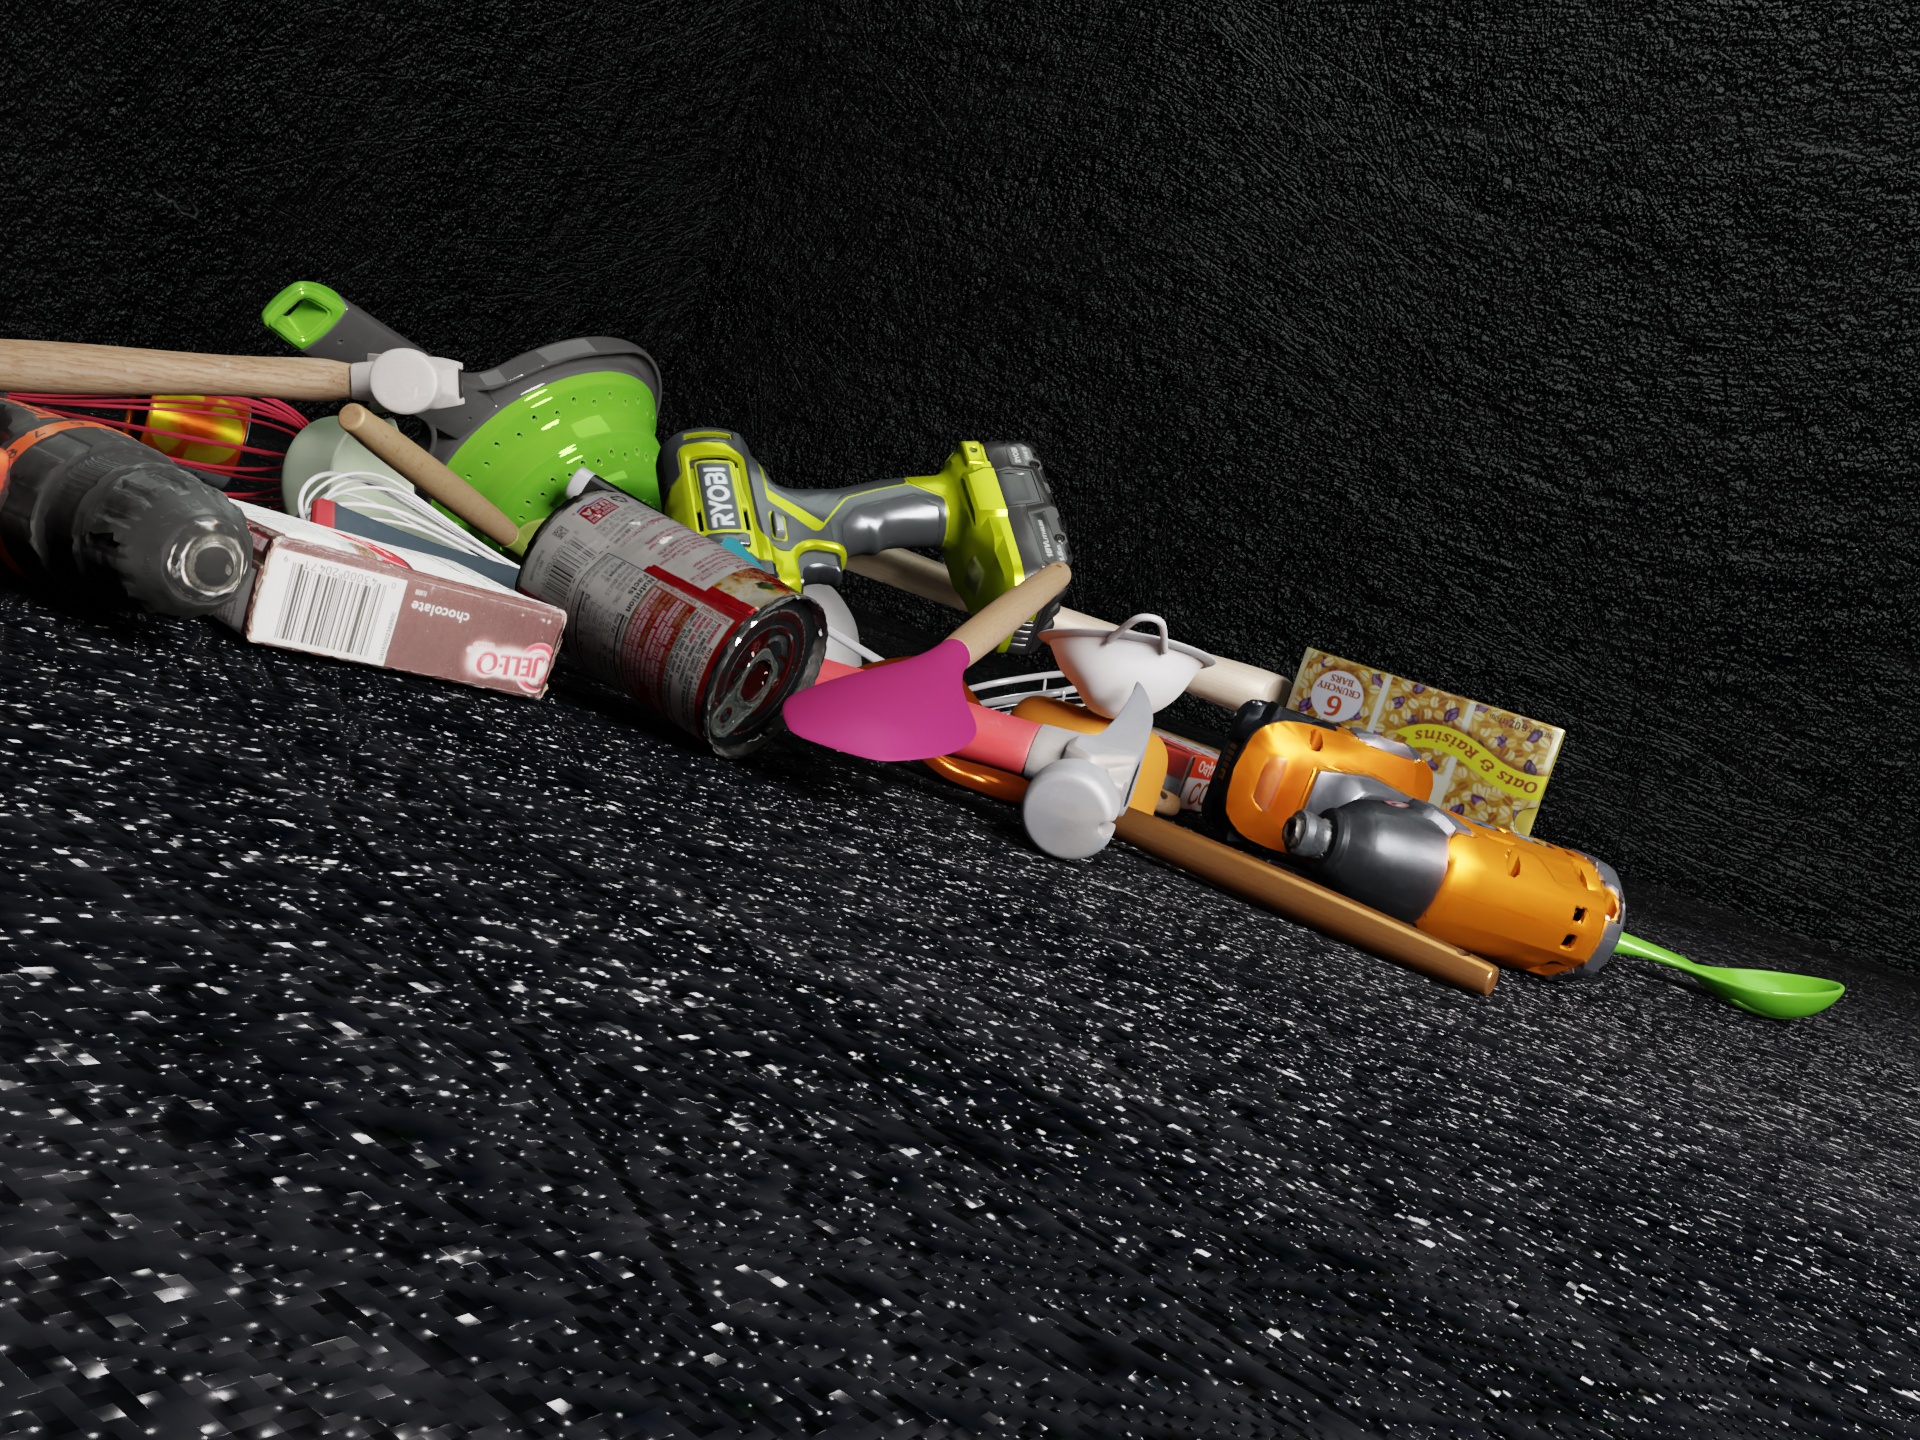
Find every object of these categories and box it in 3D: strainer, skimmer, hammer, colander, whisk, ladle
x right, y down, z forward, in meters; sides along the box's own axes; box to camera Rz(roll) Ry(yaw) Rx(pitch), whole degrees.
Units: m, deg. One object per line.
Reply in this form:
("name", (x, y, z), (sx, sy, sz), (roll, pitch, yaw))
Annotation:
("strainer", (0.076, -0.028, 0.834), (0.087, 0.050, 0.258), (10, 2, -3))
("strainer", (-0.131, -0.081, 1.162), (0.151, 0.069, 0.256), (18, 6, -7))
("skimmer", (-0.069, -0.083, 0.999), (0.363, 0.090, 0.127), (30, 5, -4))
("hammer", (-0.413, -0.171, 0.778), (0.331, 0.031, 0.130), (1, 10, -7))
("colander", (-0.286, -0.165, 1.003), (0.094, 0.204, 0.397), (52, 6, 14))
("hammer", (0.022, -0.079, 1.076), (0.410, 0.038, 0.146), (20, -4, 1))
("whisk", (-0.490, -0.166, 0.857), (0.295, 0.073, 0.073), (10, 6, -14))
("whisk", (-0.233, -0.073, 0.830), (0.058, 0.059, 0.246), (-29, -29, 29))
("hammer", (-0.107, -0.034, 0.702), (0.386, 0.038, 0.143), (17, 21, 10))
("ladle", (-0.252, -0.120, 0.868), (0.078, 0.062, 0.320), (26, -6, 9))

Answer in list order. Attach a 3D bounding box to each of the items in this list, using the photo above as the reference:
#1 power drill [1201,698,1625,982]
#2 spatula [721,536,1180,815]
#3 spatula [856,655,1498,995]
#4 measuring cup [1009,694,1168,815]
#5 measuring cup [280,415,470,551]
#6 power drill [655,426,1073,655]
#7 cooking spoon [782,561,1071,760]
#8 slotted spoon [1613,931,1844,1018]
("power drill", (0.206, 0.054, 0.813), (0.164, 0.084, 0.227), (17, 8, -16))
("spatula", (-0.001, -0.003, 0.871), (0.317, 0.082, 0.044), (21, -34, -25))
("spatula", (0.083, 0.041, 0.703), (0.323, 0.041, 0.081), (23, 22, 33))
("measuring cup", (0.094, 0.031, 0.786), (0.174, 0.052, 0.095), (19, 4, 36))
("measuring cup", (-0.321, -0.113, 0.888), (0.038, 0.083, 0.167), (8, -14, 11))
("power drill", (-0.057, -0.095, 0.929), (0.223, 0.080, 0.171), (-4, 54, -17))
("cooking spoon", (0.004, -0.035, 0.693), (0.069, 0.017, 0.319), (17, 20, 13))
("slotted spoon", (0.354, 0.121, 0.936), (0.314, 0.031, 0.070), (17, 4, 7))
